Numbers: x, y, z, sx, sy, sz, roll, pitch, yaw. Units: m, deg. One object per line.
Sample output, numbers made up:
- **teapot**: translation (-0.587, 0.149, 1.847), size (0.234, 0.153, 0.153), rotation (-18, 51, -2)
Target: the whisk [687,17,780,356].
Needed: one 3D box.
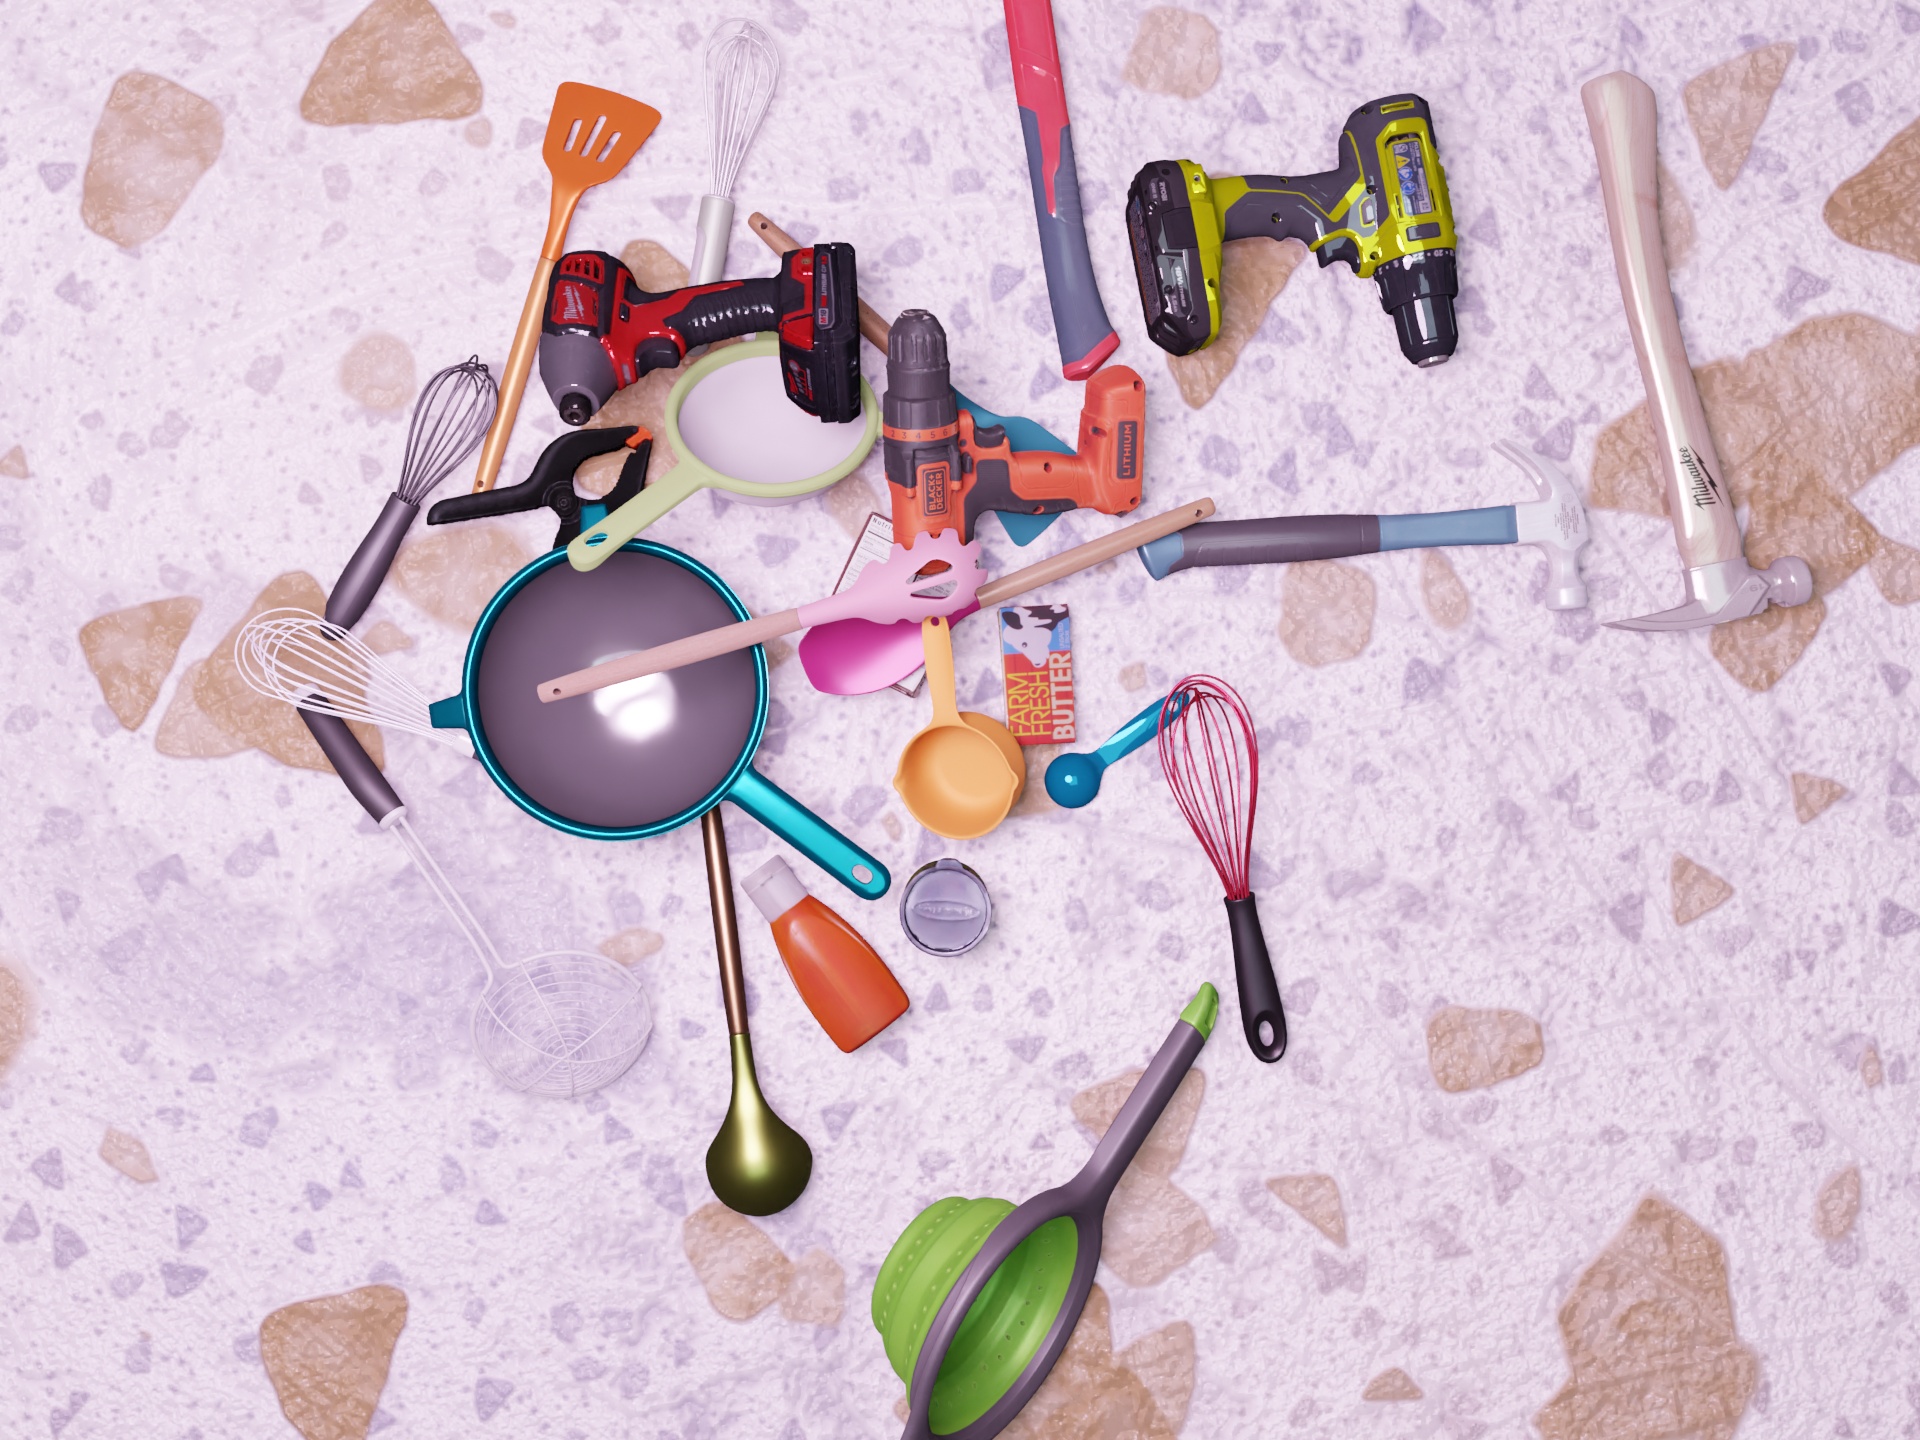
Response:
- **whisk**: translation (-0.177, -0.390, 1.167), size (0.059, 0.058, 0.246), rotation (9, 95, -30)

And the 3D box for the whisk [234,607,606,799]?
- **whisk**: translation (-0.387, 0.001, 1.153), size (0.284, 0.070, 0.070), rotation (27, 90, -9)

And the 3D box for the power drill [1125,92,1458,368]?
- **power drill**: translation (0.247, -0.338, 1.153), size (0.228, 0.080, 0.190), rotation (-11, 90, -3)

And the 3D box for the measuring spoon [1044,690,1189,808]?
- **measuring spoon**: translation (0.118, 0.019, 1.177), size (0.128, 0.021, 0.042), rotation (-37, 90, 1)

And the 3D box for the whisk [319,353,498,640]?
- **whisk**: translation (-0.406, -0.161, 1.160), size (0.055, 0.055, 0.239), rotation (33, 98, 0)

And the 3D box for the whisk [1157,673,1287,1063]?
- **whisk**: translation (0.199, 0.110, 1.164), size (0.073, 0.073, 0.296), rotation (-13, 97, 0)

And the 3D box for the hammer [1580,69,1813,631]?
- **hammer**: translation (0.508, -0.270, 1.174), size (0.146, 0.038, 0.410), rotation (-12, 90, 1)

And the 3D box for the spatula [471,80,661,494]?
- **spatula**: translation (-0.308, -0.315, 1.178), size (0.081, 0.041, 0.322), rotation (18, 94, 1)

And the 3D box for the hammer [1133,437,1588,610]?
- **hammer**: translation (0.294, -0.136, 1.173), size (0.331, 0.033, 0.128), rotation (-4, 91, 0)

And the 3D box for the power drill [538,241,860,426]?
- **power drill**: translation (-0.180, -0.262, 1.098), size (0.219, 0.078, 0.143), rotation (-2, 55, -1)

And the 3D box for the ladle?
- **ladle**: translation (-0.165, 0.204, 1.173), size (0.078, 0.062, 0.320), rotation (-8, 83, -2)

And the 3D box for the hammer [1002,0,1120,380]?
- **hammer**: translation (0.046, -0.442, 1.171), size (0.143, 0.038, 0.386), rotation (-8, 90, 1)

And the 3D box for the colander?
- **colander**: translation (0.050, 0.341, 1.141), size (0.095, 0.204, 0.397), rotation (25, 71, 33)

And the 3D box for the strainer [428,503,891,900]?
- **strainer**: translation (-0.189, 0.017, 1.142), size (0.340, 0.095, 0.211), rotation (37, 88, -3)

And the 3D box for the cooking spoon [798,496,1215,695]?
- **cooking spoon**: translation (0.036, -0.096, 1.143), size (0.319, 0.017, 0.068), rotation (-22, 106, -3)

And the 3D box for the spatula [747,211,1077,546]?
- **spatula**: translation (-0.040, -0.265, 1.179), size (0.317, 0.044, 0.082), rotation (44, 91, 5)

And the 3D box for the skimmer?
- **skimmer**: translation (-0.369, 0.121, 1.173), size (0.127, 0.090, 0.363), rotation (-40, 80, 6)

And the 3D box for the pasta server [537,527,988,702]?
- **pasta server**: translation (-0.135, -0.063, 1.083), size (0.316, 0.040, 0.060), rotation (-16, 102, 2)

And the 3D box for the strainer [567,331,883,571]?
- **strainer**: translation (-0.169, -0.168, 1.120), size (0.152, 0.069, 0.256), rotation (38, 63, 20)

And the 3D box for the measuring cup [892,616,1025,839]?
- **measuring cup**: translation (-0.002, -0.004, 1.144), size (0.095, 0.052, 0.173), rotation (-3, 103, 20)
